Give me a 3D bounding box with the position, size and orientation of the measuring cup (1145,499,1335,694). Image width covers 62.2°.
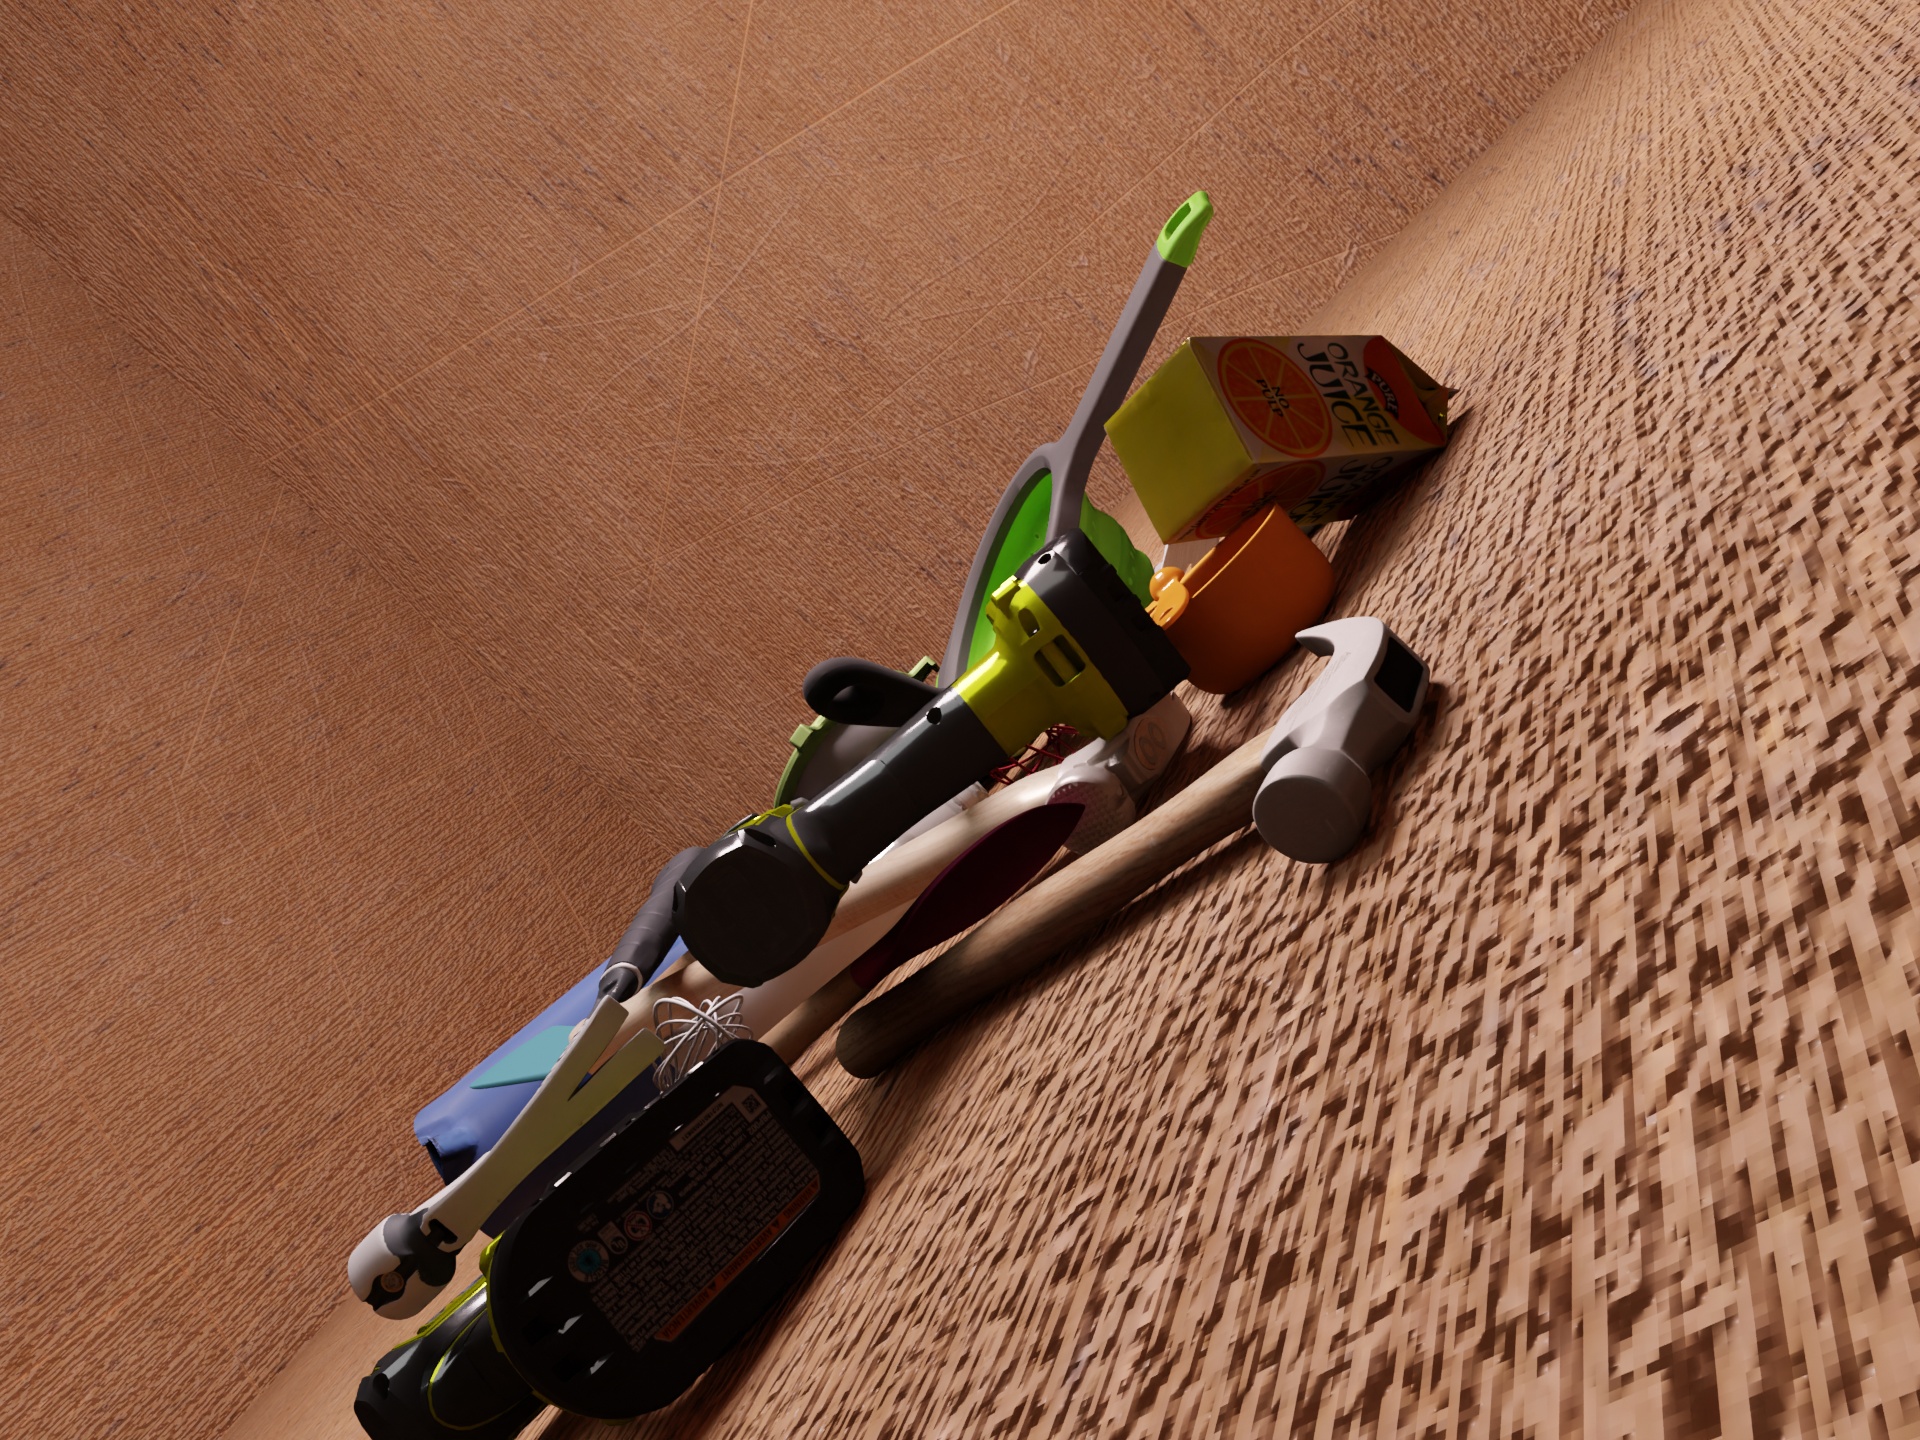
[{"bbox_3d":[0.123,-0.047,0.782,0.095,0.052,0.173,-47,2,-15],"label":"measuring cup"}]

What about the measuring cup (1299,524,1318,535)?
[{"bbox_3d":[0.223,-0.157,0.975,0.168,0.038,0.083,-46,4,-37],"label":"measuring cup"}]

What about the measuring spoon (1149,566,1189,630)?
[{"bbox_3d":[0.092,-0.056,0.717,0.021,0.011,0.117,-44,5,15],"label":"measuring spoon"}]

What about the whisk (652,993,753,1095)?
[{"bbox_3d":[-0.151,0.203,0.861,0.058,0.059,0.246,-52,-6,-34],"label":"whisk"}]

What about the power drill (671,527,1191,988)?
[{"bbox_3d":[-0.018,0.019,0.689,0.223,0.080,0.171,-38,2,0],"label":"power drill"}]

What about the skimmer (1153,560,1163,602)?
[{"bbox_3d":[0.045,-0.055,1.354,0.127,0.090,0.363,-4,-26,-44],"label":"skimmer"}]

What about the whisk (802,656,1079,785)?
[{"bbox_3d":[-0.001,-0.003,0.844,0.073,0.073,0.295,-44,-21,15],"label":"whisk"}]

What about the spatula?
[{"bbox_3d":[-0.182,0.151,0.968,0.317,0.044,0.082,-40,-2,30],"label":"spatula"}]

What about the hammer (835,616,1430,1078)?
[{"bbox_3d":[0.046,0.064,0.593,0.331,0.031,0.130,-42,6,45],"label":"hammer"}]

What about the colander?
[{"bbox_3d":[0.095,-0.132,1.000,0.205,0.094,0.396,-90,22,-54],"label":"colander"}]

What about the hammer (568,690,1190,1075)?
[{"bbox_3d":[-0.060,0.094,0.831,0.410,0.038,0.146,-31,10,31],"label":"hammer"}]

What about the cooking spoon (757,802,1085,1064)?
[{"bbox_3d":[-0.060,0.128,0.717,0.319,0.017,0.068,-44,-26,28],"label":"cooking spoon"}]

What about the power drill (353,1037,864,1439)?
[{"bbox_3d":[-0.129,0.207,0.625,0.190,0.080,0.228,-38,-4,-39],"label":"power drill"}]

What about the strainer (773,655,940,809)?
[{"bbox_3d":[-0.071,0.084,1.177,0.151,0.069,0.256,-31,-34,-44],"label":"strainer"}]

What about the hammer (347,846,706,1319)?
[{"bbox_3d":[-0.172,0.133,0.797,0.149,0.036,0.409,-45,7,10],"label":"hammer"}]

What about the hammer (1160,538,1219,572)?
[{"bbox_3d":[0.152,-0.140,1.013,0.331,0.033,0.128,-23,-59,-82],"label":"hammer"}]
